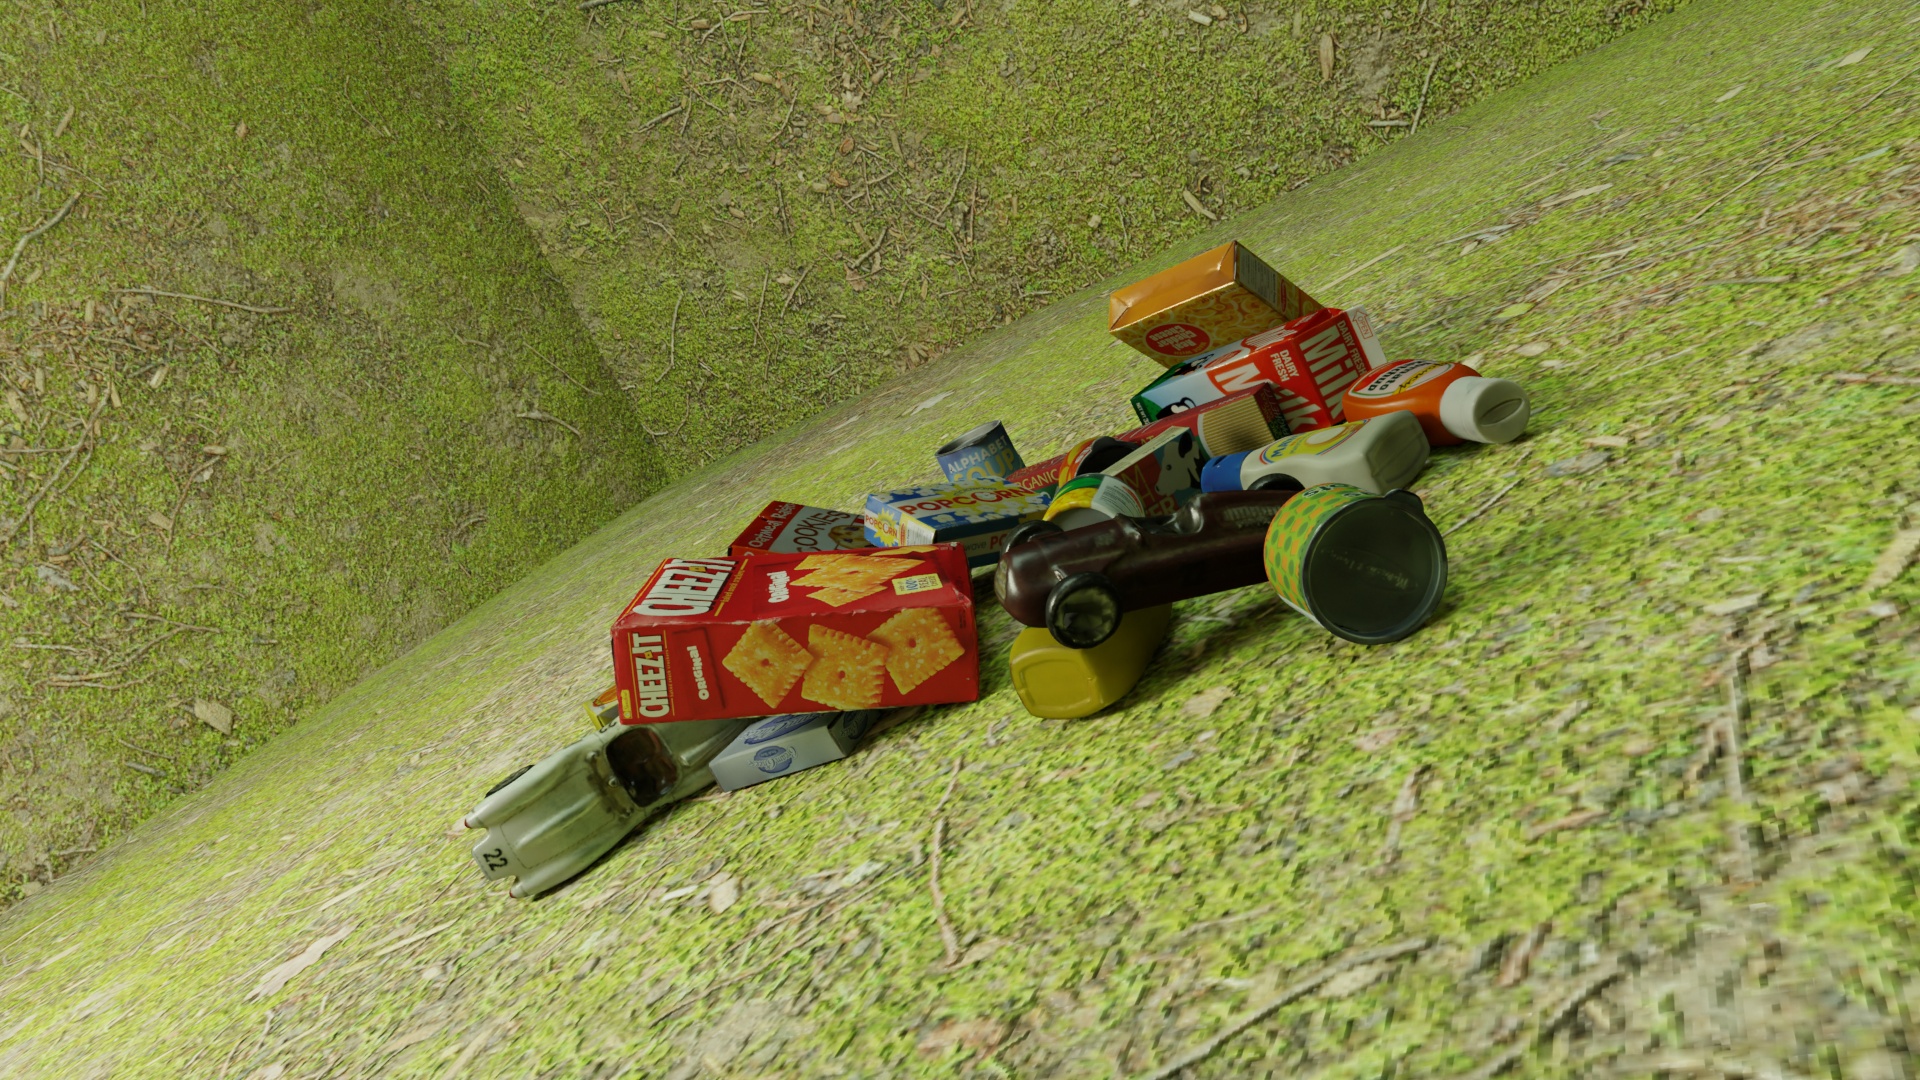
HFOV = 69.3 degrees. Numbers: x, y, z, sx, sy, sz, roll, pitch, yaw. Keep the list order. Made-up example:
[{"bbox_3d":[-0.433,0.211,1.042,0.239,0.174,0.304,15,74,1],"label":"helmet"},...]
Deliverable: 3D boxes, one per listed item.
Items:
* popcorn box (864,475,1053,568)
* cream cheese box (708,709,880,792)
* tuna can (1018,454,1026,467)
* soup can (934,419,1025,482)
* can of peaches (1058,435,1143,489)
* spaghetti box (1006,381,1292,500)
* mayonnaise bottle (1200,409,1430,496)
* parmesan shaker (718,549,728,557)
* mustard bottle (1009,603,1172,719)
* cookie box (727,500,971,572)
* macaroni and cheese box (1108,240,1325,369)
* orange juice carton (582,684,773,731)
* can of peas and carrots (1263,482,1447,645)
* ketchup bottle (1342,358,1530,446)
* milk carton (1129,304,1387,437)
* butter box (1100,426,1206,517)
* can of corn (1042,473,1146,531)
[{"bbox_3d":[0.004,-0.013,1.029,0.127,0.038,0.085,-10,24,-38],"label":"popcorn box"},{"bbox_3d":[-0.105,0.126,0.881,0.103,0.024,0.053,-21,14,30],"label":"cream cheese box"},{"bbox_3d":[0.034,-0.055,1.330,0.071,0.032,0.071,-26,12,6],"label":"tuna can"},{"bbox_3d":[0.025,-0.054,1.216,0.071,0.083,0.071,-27,11,6],"label":"soup can"},{"bbox_3d":[0.109,-0.045,1.019,0.071,0.071,0.058,-28,10,-3],"label":"can of peaches"},{"bbox_3d":[0.135,-0.059,1.071,0.249,0.050,0.029,-18,14,41],"label":"spaghetti box"},{"bbox_3d":[0.210,-0.044,0.853,0.065,0.041,0.148,-37,15,-30],"label":"mayonnaise bottle"},{"bbox_3d":[-0.183,0.048,1.107,0.071,0.071,0.103,-19,19,38],"label":"parmesan shaker"},{"bbox_3d":[0.082,0.040,0.762,0.065,0.048,0.161,-13,18,32],"label":"mustard bottle"},{"bbox_3d":[-0.078,0.015,1.046,0.167,0.040,0.123,10,18,4],"label":"cookie box"},{"bbox_3d":[0.219,-0.166,1.110,0.123,0.166,0.040,-17,59,44],"label":"macaroni and cheese box"},{"bbox_3d":[-0.168,0.102,1.011,0.193,0.073,0.072,-32,12,-20],"label":"orange juice carton"},{"bbox_3d":[0.179,0.007,0.634,0.071,0.071,0.059,-28,11,-1],"label":"can of peas and carrots"},{"bbox_3d":[0.288,-0.082,0.838,0.065,0.043,0.149,-28,12,-3],"label":"ketchup bottle"},{"bbox_3d":[0.231,-0.116,1.042,0.190,0.072,0.074,-16,16,44],"label":"milk carton"},{"bbox_3d":[0.126,-0.033,0.974,0.104,0.053,0.024,-32,15,-17],"label":"butter box"},{"bbox_3d":[0.083,-0.002,0.907,0.071,0.071,0.058,-24,12,21],"label":"can of corn"}]
